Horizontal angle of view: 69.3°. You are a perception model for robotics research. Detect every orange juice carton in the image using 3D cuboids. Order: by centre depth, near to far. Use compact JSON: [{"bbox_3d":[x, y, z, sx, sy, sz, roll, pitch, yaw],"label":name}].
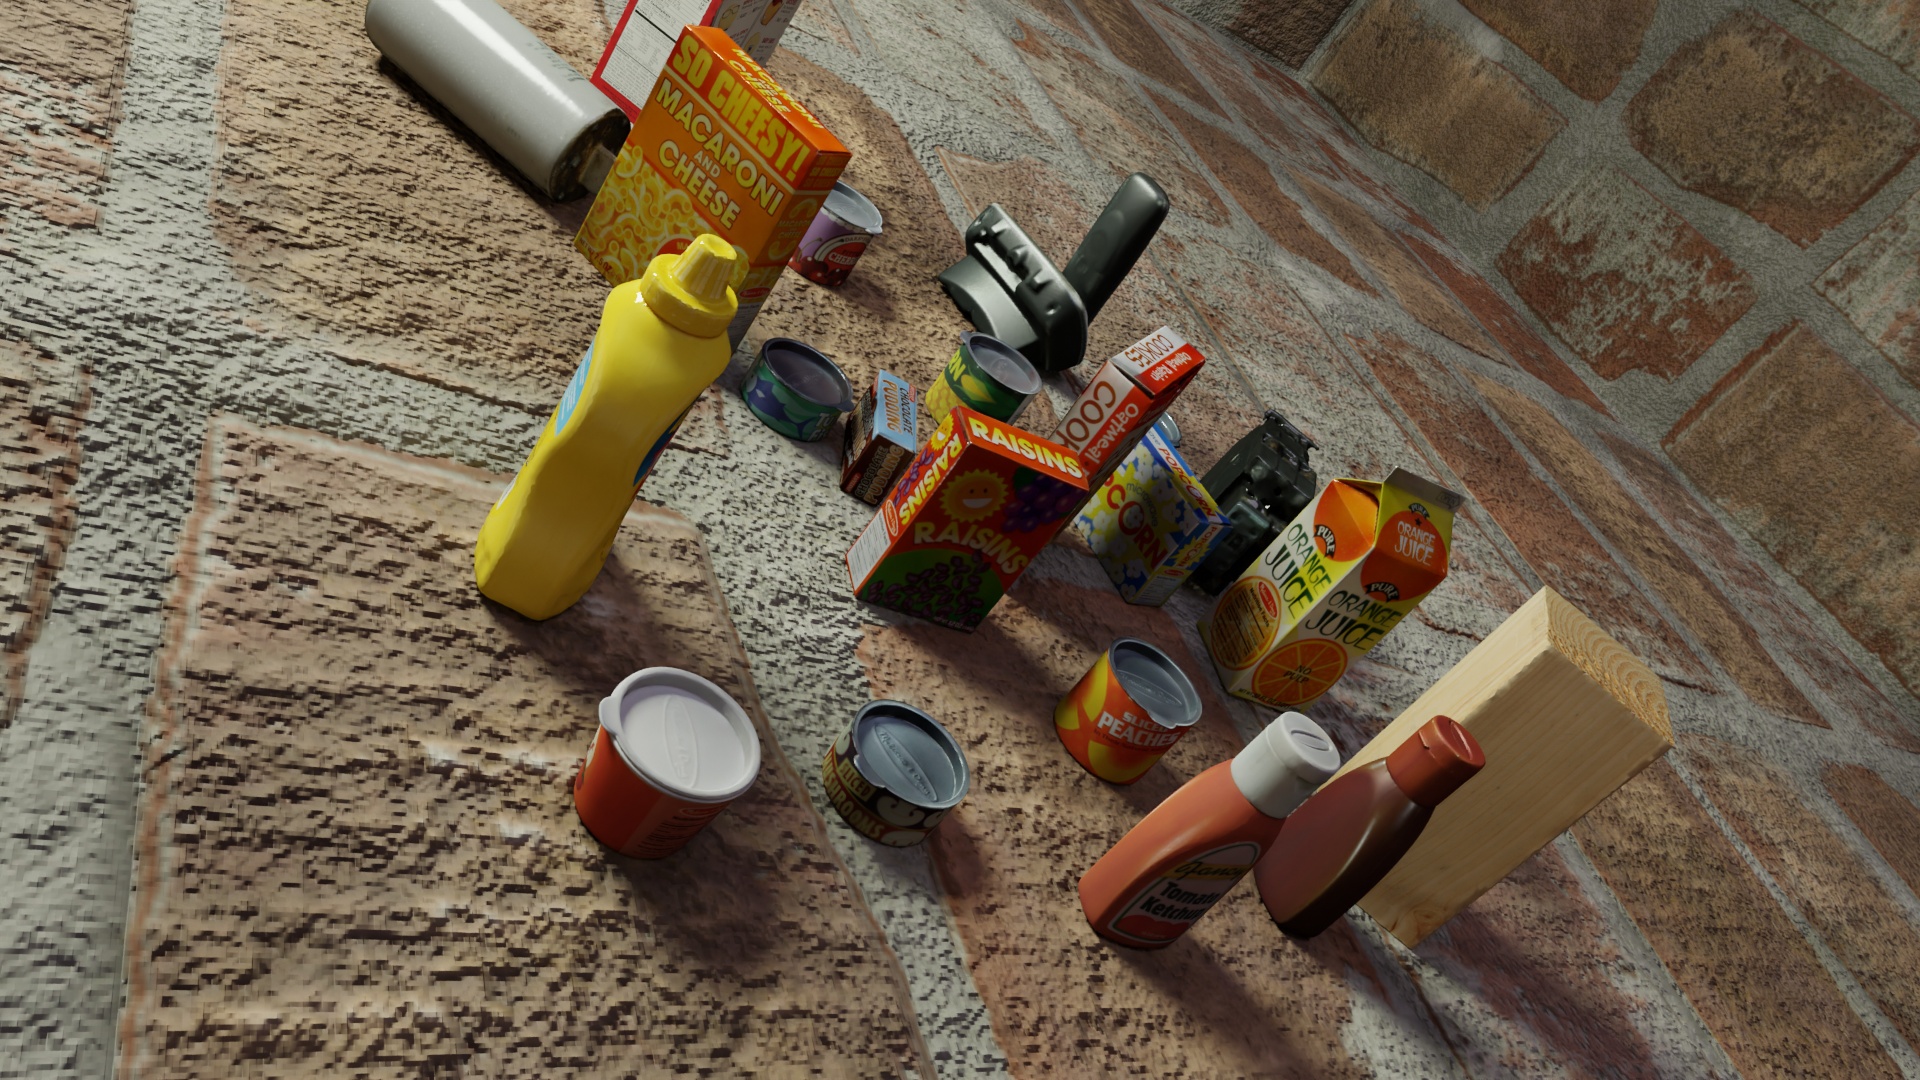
[{"bbox_3d":[0.255,0.028,0.948,0.072,0.191,0.073,20,34,-29],"label":"orange juice carton"}]

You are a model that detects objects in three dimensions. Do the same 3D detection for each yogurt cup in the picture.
[{"bbox_3d":[-0.125,0.095,0.578,0.072,0.053,0.073,28,31,-18],"label":"yogurt cup"}]

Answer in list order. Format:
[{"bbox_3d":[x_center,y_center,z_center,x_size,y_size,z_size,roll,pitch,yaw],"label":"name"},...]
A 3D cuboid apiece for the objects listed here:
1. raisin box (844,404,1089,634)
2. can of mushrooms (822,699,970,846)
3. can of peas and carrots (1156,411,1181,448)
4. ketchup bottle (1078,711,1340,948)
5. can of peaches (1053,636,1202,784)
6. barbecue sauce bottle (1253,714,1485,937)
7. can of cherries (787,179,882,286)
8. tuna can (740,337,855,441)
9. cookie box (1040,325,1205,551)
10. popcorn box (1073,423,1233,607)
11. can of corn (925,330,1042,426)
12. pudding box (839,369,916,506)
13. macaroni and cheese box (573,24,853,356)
[{"bbox_3d":[0.003,-0.010,0.795,0.086,0.123,0.040,20,34,-29],"label":"raisin box"},{"bbox_3d":[-0.033,0.113,0.674,0.071,0.033,0.071,27,31,-18],"label":"can of mushrooms"},{"bbox_3d":[0.133,-0.078,1.098,0.071,0.058,0.071,28,31,-18],"label":"can of peas and carrots"},{"bbox_3d":[0.124,0.143,0.685,0.065,0.148,0.044,19,34,-31],"label":"ketchup bottle"},{"bbox_3d":[0.097,0.101,0.808,0.071,0.057,0.071,28,31,-18],"label":"can of peaches"},{"bbox_3d":[0.228,0.157,0.780,0.043,0.148,0.065,25,32,-22],"label":"barbecue sauce bottle"},{"bbox_3d":[-0.101,-0.236,1.065,0.071,0.058,0.072,28,31,-18],"label":"can of cherries"},{"bbox_3d":[-0.103,-0.095,0.890,0.071,0.032,0.071,27,31,-18],"label":"tuna can"},{"bbox_3d":[0.081,-0.056,0.899,0.040,0.166,0.123,42,29,6],"label":"cookie box"},{"bbox_3d":[0.125,-0.027,0.992,0.038,0.085,0.127,7,41,-43],"label":"popcorn box"},{"bbox_3d":[0.014,-0.110,1.014,0.071,0.058,0.071,28,31,-18],"label":"can of corn"},{"bbox_3d":[-0.052,-0.067,0.890,0.030,0.049,0.084,27,31,-19],"label":"pudding box"},{"bbox_3d":[-0.156,-0.211,0.859,0.124,0.165,0.040,45,30,13],"label":"macaroni and cheese box"}]
